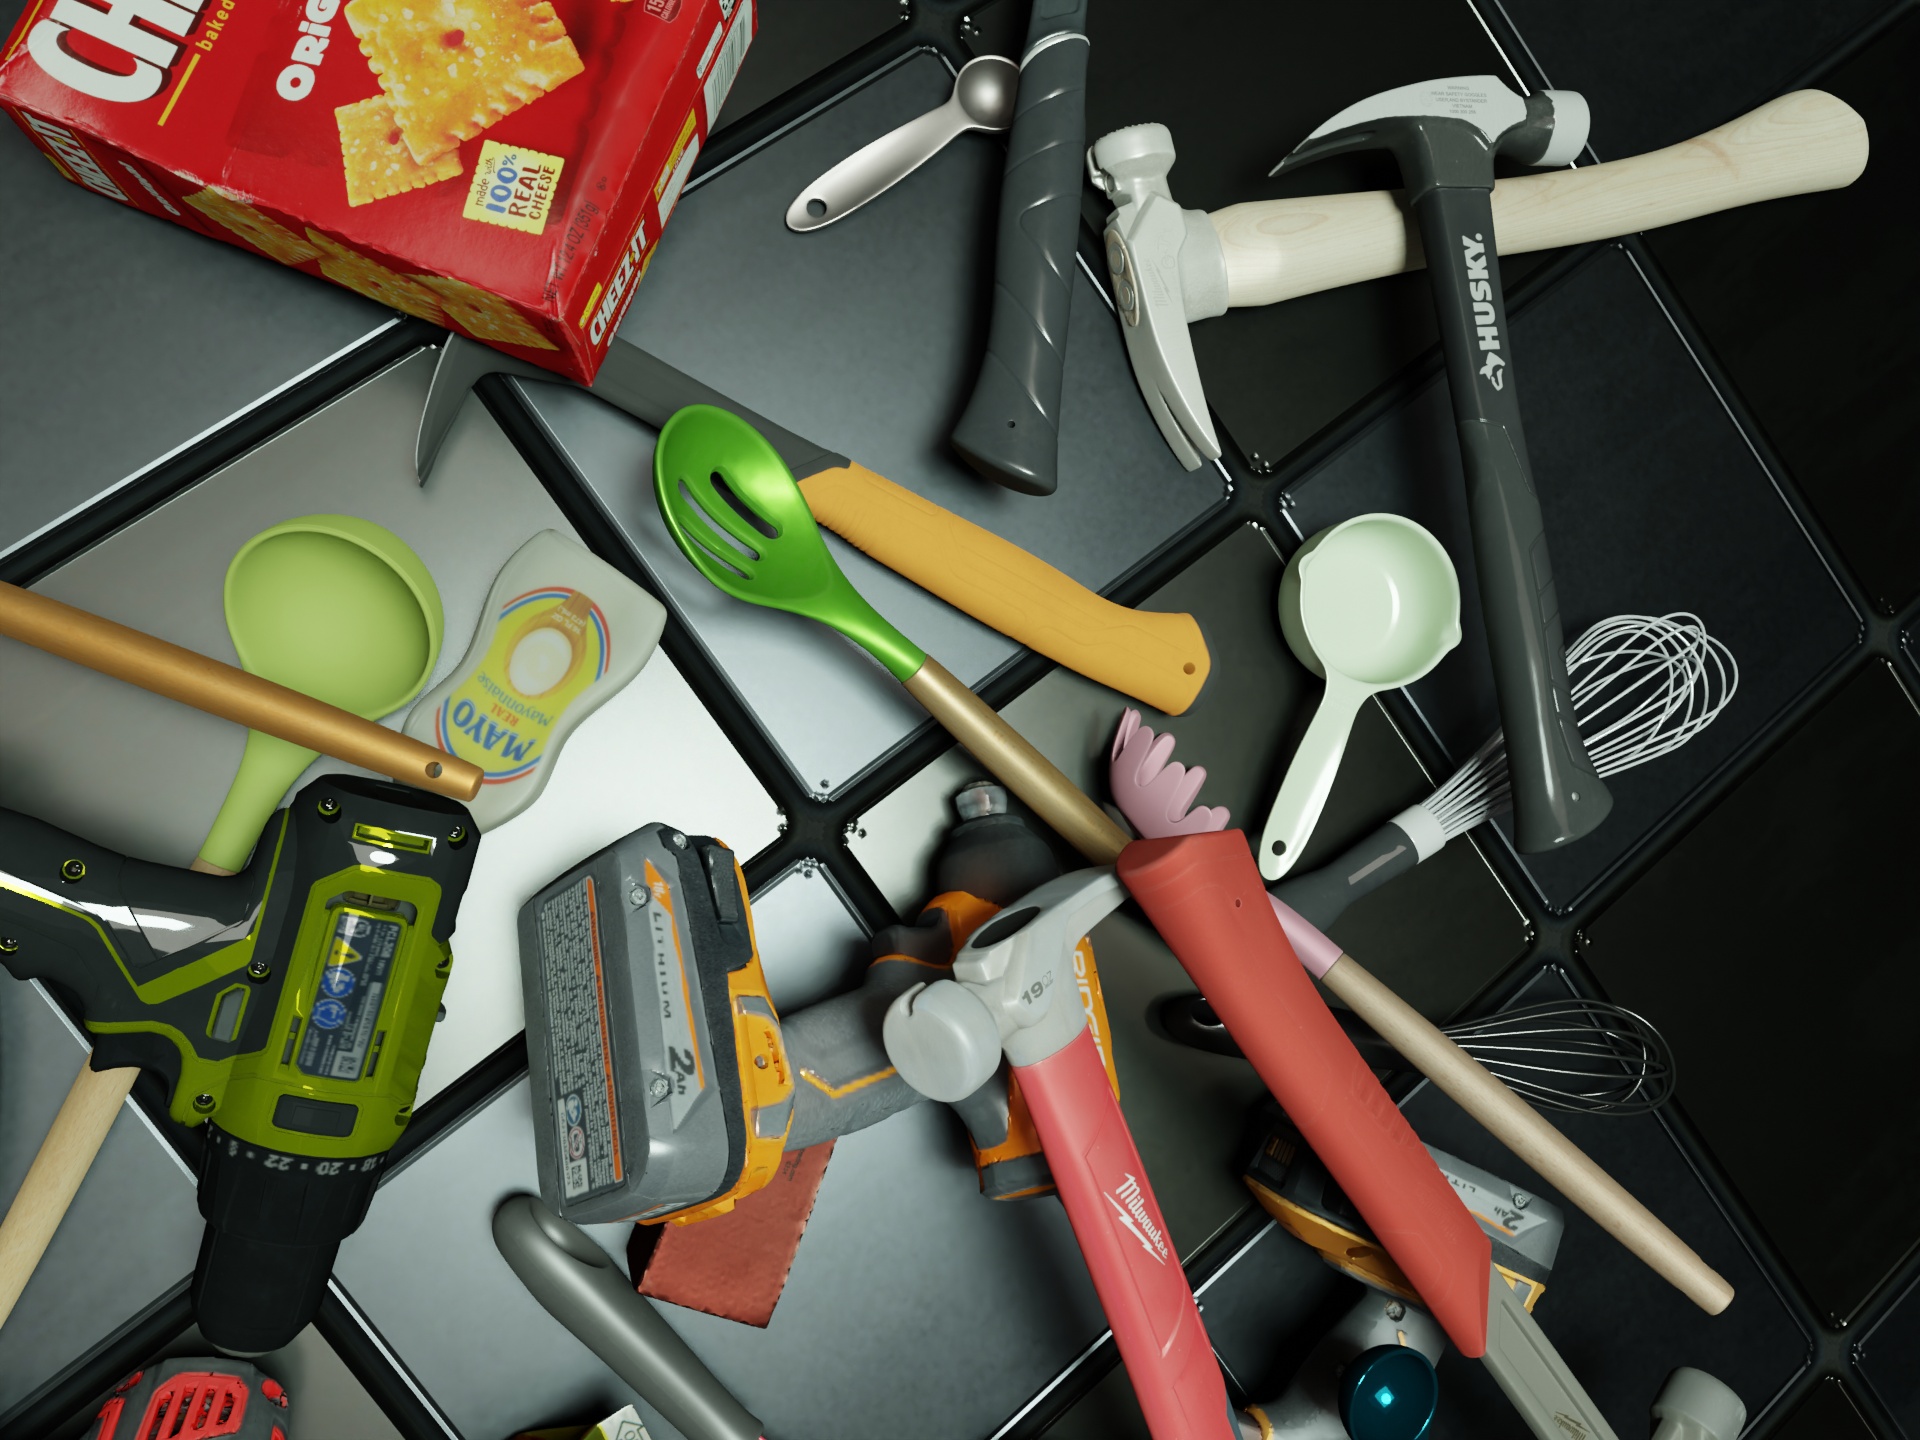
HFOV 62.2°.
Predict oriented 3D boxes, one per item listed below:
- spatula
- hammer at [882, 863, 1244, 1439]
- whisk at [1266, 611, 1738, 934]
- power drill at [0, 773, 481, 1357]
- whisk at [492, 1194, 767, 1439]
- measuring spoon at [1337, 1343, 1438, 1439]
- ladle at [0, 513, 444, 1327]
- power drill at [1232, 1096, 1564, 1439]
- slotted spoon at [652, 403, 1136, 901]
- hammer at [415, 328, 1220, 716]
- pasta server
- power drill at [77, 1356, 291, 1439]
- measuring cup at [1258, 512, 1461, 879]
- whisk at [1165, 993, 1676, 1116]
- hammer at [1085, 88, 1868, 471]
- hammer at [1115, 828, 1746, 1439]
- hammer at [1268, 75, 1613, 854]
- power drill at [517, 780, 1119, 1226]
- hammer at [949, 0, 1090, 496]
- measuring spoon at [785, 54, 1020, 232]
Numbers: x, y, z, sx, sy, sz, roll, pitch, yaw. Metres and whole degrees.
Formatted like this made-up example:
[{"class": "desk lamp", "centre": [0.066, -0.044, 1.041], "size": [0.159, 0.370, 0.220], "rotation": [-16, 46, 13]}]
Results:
[{"class": "spatula", "centre": [-0.313, -0.036, 0.532], "size": [0.322, 0.041, 0.081], "rotation": [21, 83, -4]}, {"class": "hammer", "centre": [0.091, 0.242, 0.572], "size": [0.143, 0.038, 0.386], "rotation": [-29, 102, -46]}, {"class": "whisk", "centre": [0.228, 0.034, 0.706], "size": [0.284, 0.070, 0.070], "rotation": [-31, 95, -12]}, {"class": "power drill", "centre": [-0.284, 0.096, 0.498], "size": [0.228, 0.080, 0.190], "rotation": [16, 90, -23]}, {"class": "whisk", "centre": [-0.069, 0.287, 0.597], "size": [0.073, 0.073, 0.296], "rotation": [-44, 93, -15]}, {"class": "measuring spoon", "centre": [0.172, 0.293, 0.612], "size": [0.042, 0.021, 0.128], "rotation": [-27, 107, -21]}, {"class": "ladle", "centre": [-0.276, 0.075, 0.555], "size": [0.078, 0.062, 0.320], "rotation": [26, 82, -8]}, {"class": "power drill", "centre": [0.125, 0.267, 0.646], "size": [0.185, 0.084, 0.226], "rotation": [26, 83, -11]}, {"class": "slotted spoon", "centre": [-0.001, -0.002, 0.622], "size": [0.313, 0.031, 0.070], "rotation": [42, 46, -16]}, {"class": "hammer", "centre": [-0.045, -0.080, 0.645], "size": [0.336, 0.034, 0.127], "rotation": [27, 78, -13]}, {"class": "pasta server", "centre": [0.174, 0.110, 0.631], "size": [0.316, 0.060, 0.040], "rotation": [41, 98, 15]}, {"class": "power drill", "centre": [-0.331, 0.266, 0.481], "size": [0.219, 0.143, 0.078], "rotation": [8, 126, -15]}, {"class": "measuring cup", "centre": [0.160, -0.010, 0.700], "size": [0.083, 0.038, 0.167], "rotation": [23, 87, -13]}, {"class": "whisk", "centre": [0.203, 0.140, 0.695], "size": [0.239, 0.055, 0.055], "rotation": [8, 84, -11]}, {"class": "hammer", "centre": [0.262, -0.228, 0.745], "size": [0.410, 0.038, 0.146], "rotation": [-15, 91, -17]}, {"class": "hammer", "centre": [0.162, 0.189, 0.575], "size": [0.149, 0.037, 0.359], "rotation": [-43, 104, -27]}, {"class": "hammer", "centre": [0.223, -0.111, 0.677], "size": [0.146, 0.035, 0.335], "rotation": [-5, 84, -18]}, {"class": "power drill", "centre": [-0.038, 0.094, 0.574], "size": [0.226, 0.084, 0.164], "rotation": [8, 62, -41]}, {"class": "hammer", "centre": [0.046, -0.292, 0.660], "size": [0.149, 0.036, 0.409], "rotation": [6, 82, 2]}, {"class": "measuring spoon", "centre": [-0.023, -0.241, 0.677], "size": [0.124, 0.018, 0.034], "rotation": [-35, 88, -9]}]
